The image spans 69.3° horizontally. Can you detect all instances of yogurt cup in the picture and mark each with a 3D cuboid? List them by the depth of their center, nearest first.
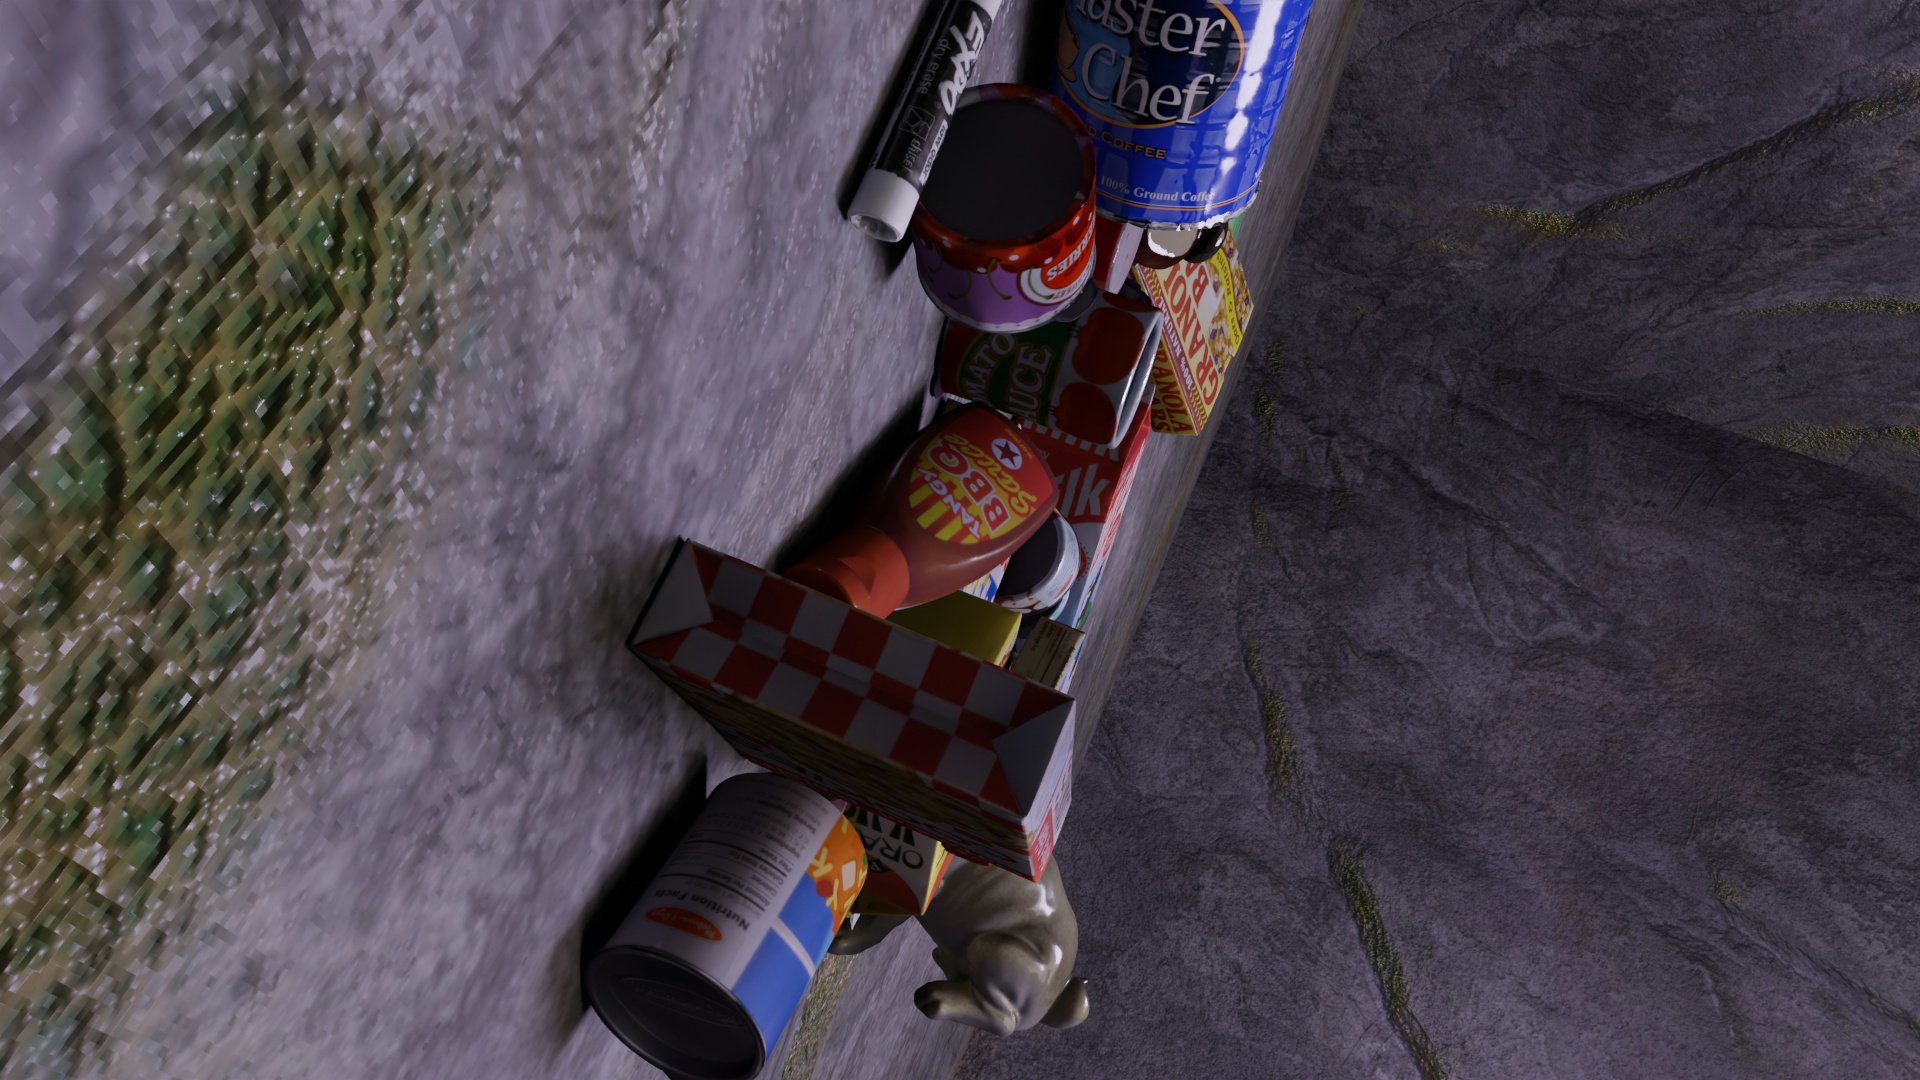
[{"bbox_3d":[0.054,-0.145,0.648,0.072,0.054,0.072,19,92,-78],"label":"yogurt cup"}]

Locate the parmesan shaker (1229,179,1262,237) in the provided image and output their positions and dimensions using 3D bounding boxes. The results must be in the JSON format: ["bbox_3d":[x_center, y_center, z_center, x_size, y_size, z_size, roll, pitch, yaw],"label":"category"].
[{"bbox_3d":[0.172,-0.226,1.026,0.071,0.071,0.102,-39,148,-69],"label":"parmesan shaker"}]

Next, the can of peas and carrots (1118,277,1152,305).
[{"bbox_3d":[0.060,-0.104,0.715,0.071,0.071,0.058,-50,159,-60],"label":"can of peas and carrots"}]

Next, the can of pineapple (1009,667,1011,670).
[{"bbox_3d":[-0.008,0.078,0.728,0.058,0.071,0.071,38,73,-78],"label":"can of pineapple"}]

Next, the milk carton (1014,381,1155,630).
[{"bbox_3d":[0.061,-0.022,0.855,0.074,0.072,0.189,-51,158,-58],"label":"milk carton"}]

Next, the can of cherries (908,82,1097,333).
[{"bbox_3d":[0.017,-0.113,0.481,0.058,0.071,0.071,78,34,-70],"label":"can of cherries"}]

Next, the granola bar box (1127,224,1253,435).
[{"bbox_3d":[0.144,-0.169,0.925,0.125,0.039,0.165,-64,145,-26],"label":"granola bar box"}]

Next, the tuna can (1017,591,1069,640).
[{"bbox_3d":[0.031,0.025,0.803,0.033,0.071,0.071,50,61,-78],"label":"tuna can"}]

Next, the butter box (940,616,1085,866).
[{"bbox_3d":[0.023,0.084,0.598,0.104,0.024,0.052,-57,163,-48],"label":"butter box"}]

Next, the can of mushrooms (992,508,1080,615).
[{"bbox_3d":[0.028,0.006,0.767,0.071,0.071,0.033,-68,158,-7],"label":"can of mushrooms"}]

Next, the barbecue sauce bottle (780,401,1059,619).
[{"bbox_3d":[-0.017,-0.004,0.551,0.043,0.065,0.149,-42,179,38],"label":"barbecue sauce bottle"}]

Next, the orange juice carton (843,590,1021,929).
[{"bbox_3d":[-0.030,0.106,0.646,0.191,0.073,0.072,100,15,-45],"label":"orange juice carton"}]

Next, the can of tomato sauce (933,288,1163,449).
[{"bbox_3d":[0.039,-0.082,0.614,0.071,0.083,0.071,18,92,-79],"label":"can of tomato sauce"}]

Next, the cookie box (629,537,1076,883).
[{"bbox_3d":[-0.025,0.063,0.461,0.167,0.123,0.040,78,34,-70],"label":"cookie box"}]

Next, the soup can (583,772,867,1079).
[{"bbox_3d":[-0.078,0.134,0.479,0.084,0.071,0.071,-57,163,-50],"label":"soup can"}]

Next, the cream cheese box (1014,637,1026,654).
[{"bbox_3d":[0.017,0.068,0.855,0.024,0.053,0.103,-55,161,-60],"label":"cream cheese box"}]

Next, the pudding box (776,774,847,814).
[{"bbox_3d":[-0.080,0.141,0.581,0.049,0.030,0.084,43,68,-77],"label":"pudding box"}]

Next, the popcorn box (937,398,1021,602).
[{"bbox_3d":[0.002,-0.009,0.685,0.126,0.038,0.085,60,51,-76],"label":"popcorn box"}]
